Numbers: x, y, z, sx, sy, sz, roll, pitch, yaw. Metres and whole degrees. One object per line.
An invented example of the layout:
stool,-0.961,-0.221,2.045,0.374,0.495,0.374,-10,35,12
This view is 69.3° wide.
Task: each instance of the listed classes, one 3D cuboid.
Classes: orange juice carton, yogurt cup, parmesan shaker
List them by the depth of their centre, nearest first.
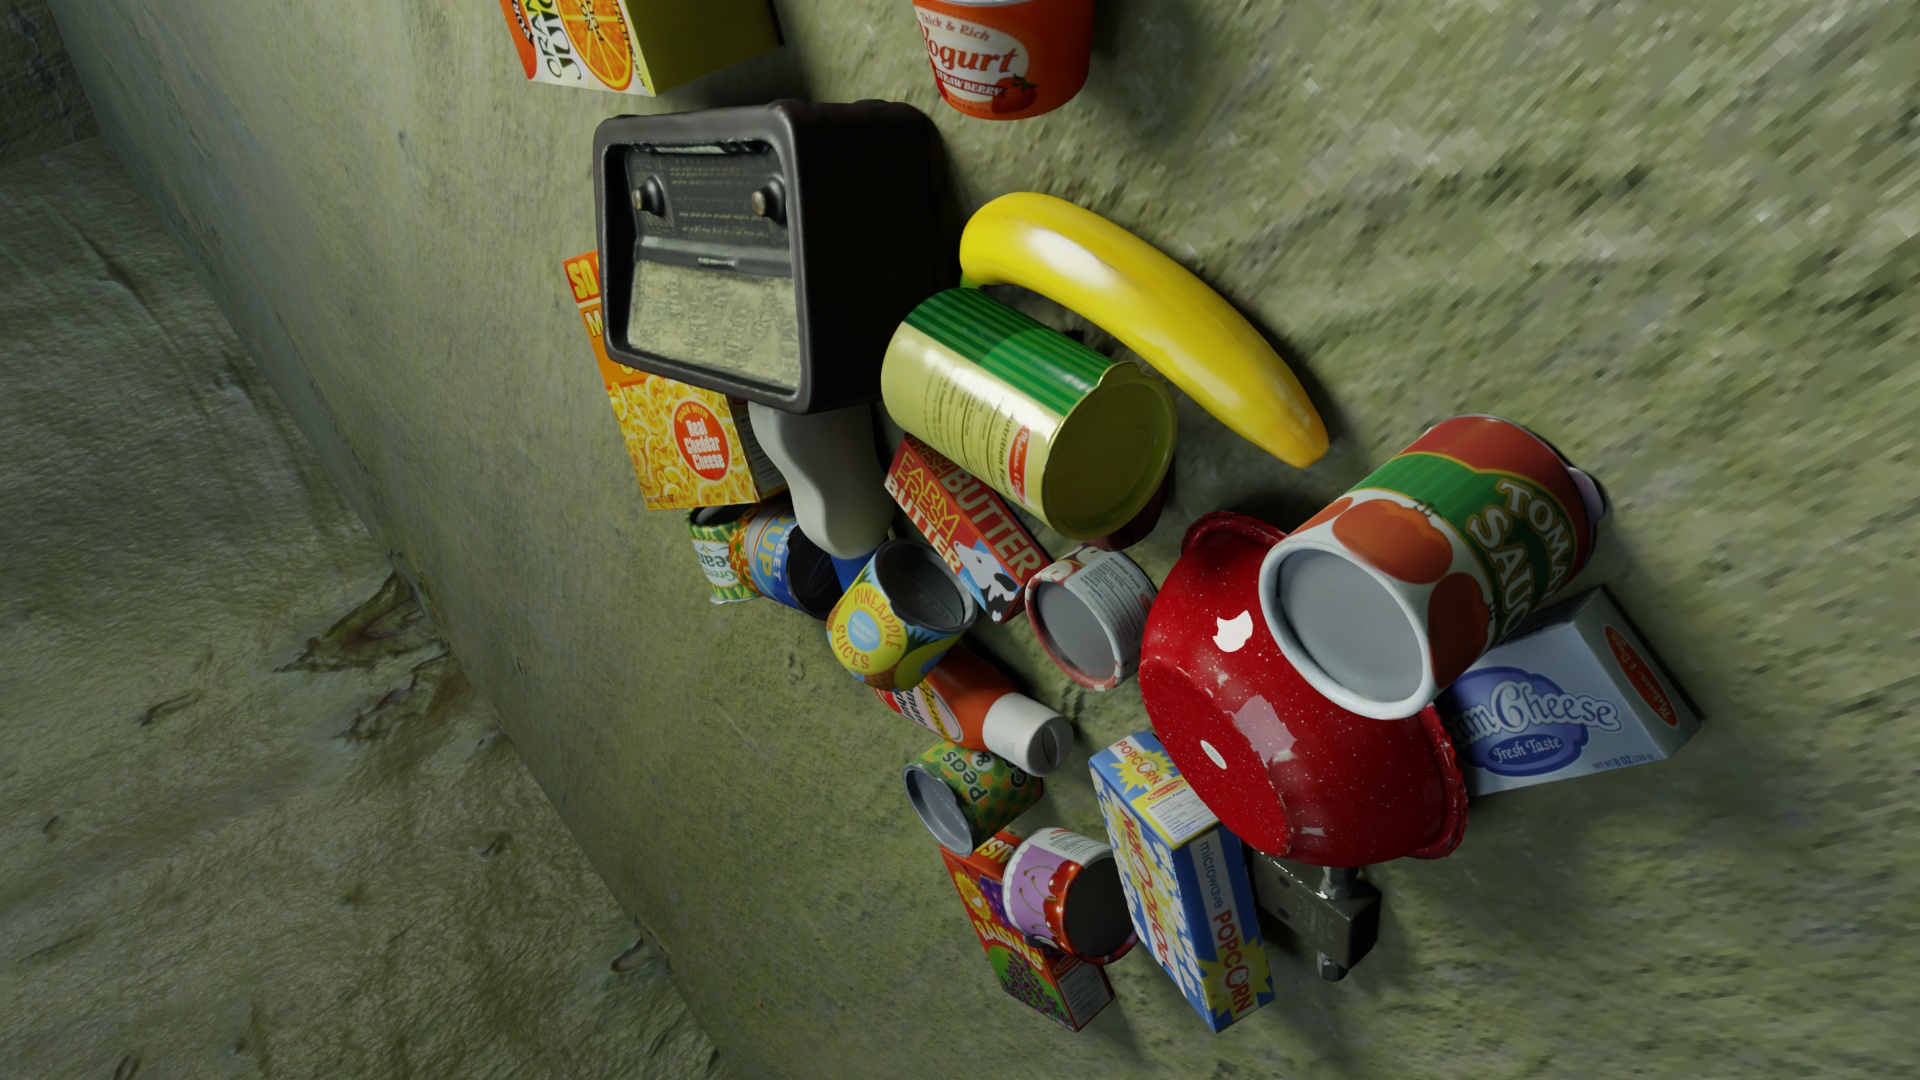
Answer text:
yogurt cup,0.016,-0.182,0.478,0.072,0.072,0.053,39,156,32
parmesan shaker,0.025,-0.054,0.536,0.103,0.071,0.071,37,147,42
orange juice carton,-0.177,-0.272,0.692,0.193,0.073,0.071,25,139,47

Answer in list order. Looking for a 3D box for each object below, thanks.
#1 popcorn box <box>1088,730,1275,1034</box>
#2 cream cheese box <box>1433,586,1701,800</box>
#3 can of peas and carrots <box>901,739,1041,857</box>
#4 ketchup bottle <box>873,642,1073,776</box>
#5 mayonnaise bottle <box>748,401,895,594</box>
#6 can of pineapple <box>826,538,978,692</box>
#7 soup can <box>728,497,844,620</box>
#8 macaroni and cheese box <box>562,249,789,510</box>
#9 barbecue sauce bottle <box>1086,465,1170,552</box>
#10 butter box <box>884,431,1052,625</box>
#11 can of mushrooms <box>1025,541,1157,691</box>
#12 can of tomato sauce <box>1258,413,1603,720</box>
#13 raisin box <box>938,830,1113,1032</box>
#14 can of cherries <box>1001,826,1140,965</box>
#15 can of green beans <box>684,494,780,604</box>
popcorn box,0.110,0.169,0.696,0.085,0.038,0.126,43,154,59
cream cheese box,0.193,0.056,0.476,0.053,0.024,0.103,57,153,4
can of peas and carrots,0.007,0.148,0.846,0.071,0.059,0.070,39,147,32
ketchup bottle,0.004,0.093,0.811,0.149,0.044,0.064,22,136,48
mayonnaise bottle,-0.069,-0.029,0.786,0.041,0.065,0.147,27,144,44
can of pineapple,-0.034,0.042,0.771,0.071,0.071,0.057,49,125,16
soup can,-0.100,0.008,0.866,0.084,0.071,0.071,14,130,54
macaroni and cheese box,-0.171,-0.104,0.851,0.123,0.040,0.166,-2,109,45
barbecue sauce bottle,0.026,-0.051,0.620,0.149,0.044,0.064,32,136,41
butter box,0.003,-0.009,0.725,0.103,0.024,0.053,51,153,13
can of mushrooms,0.063,0.037,0.663,0.071,0.033,0.070,39,148,31
can of tomato sauce,0.147,0.008,0.436,0.071,0.083,0.070,40,149,31
raisin box,0.042,0.255,0.923,0.086,0.040,0.123,8,124,58
can of cherries,0.067,0.206,0.796,0.058,0.072,0.071,3,121,57
can of green beans,-0.146,0.000,0.937,0.071,0.071,0.057,20,135,50
